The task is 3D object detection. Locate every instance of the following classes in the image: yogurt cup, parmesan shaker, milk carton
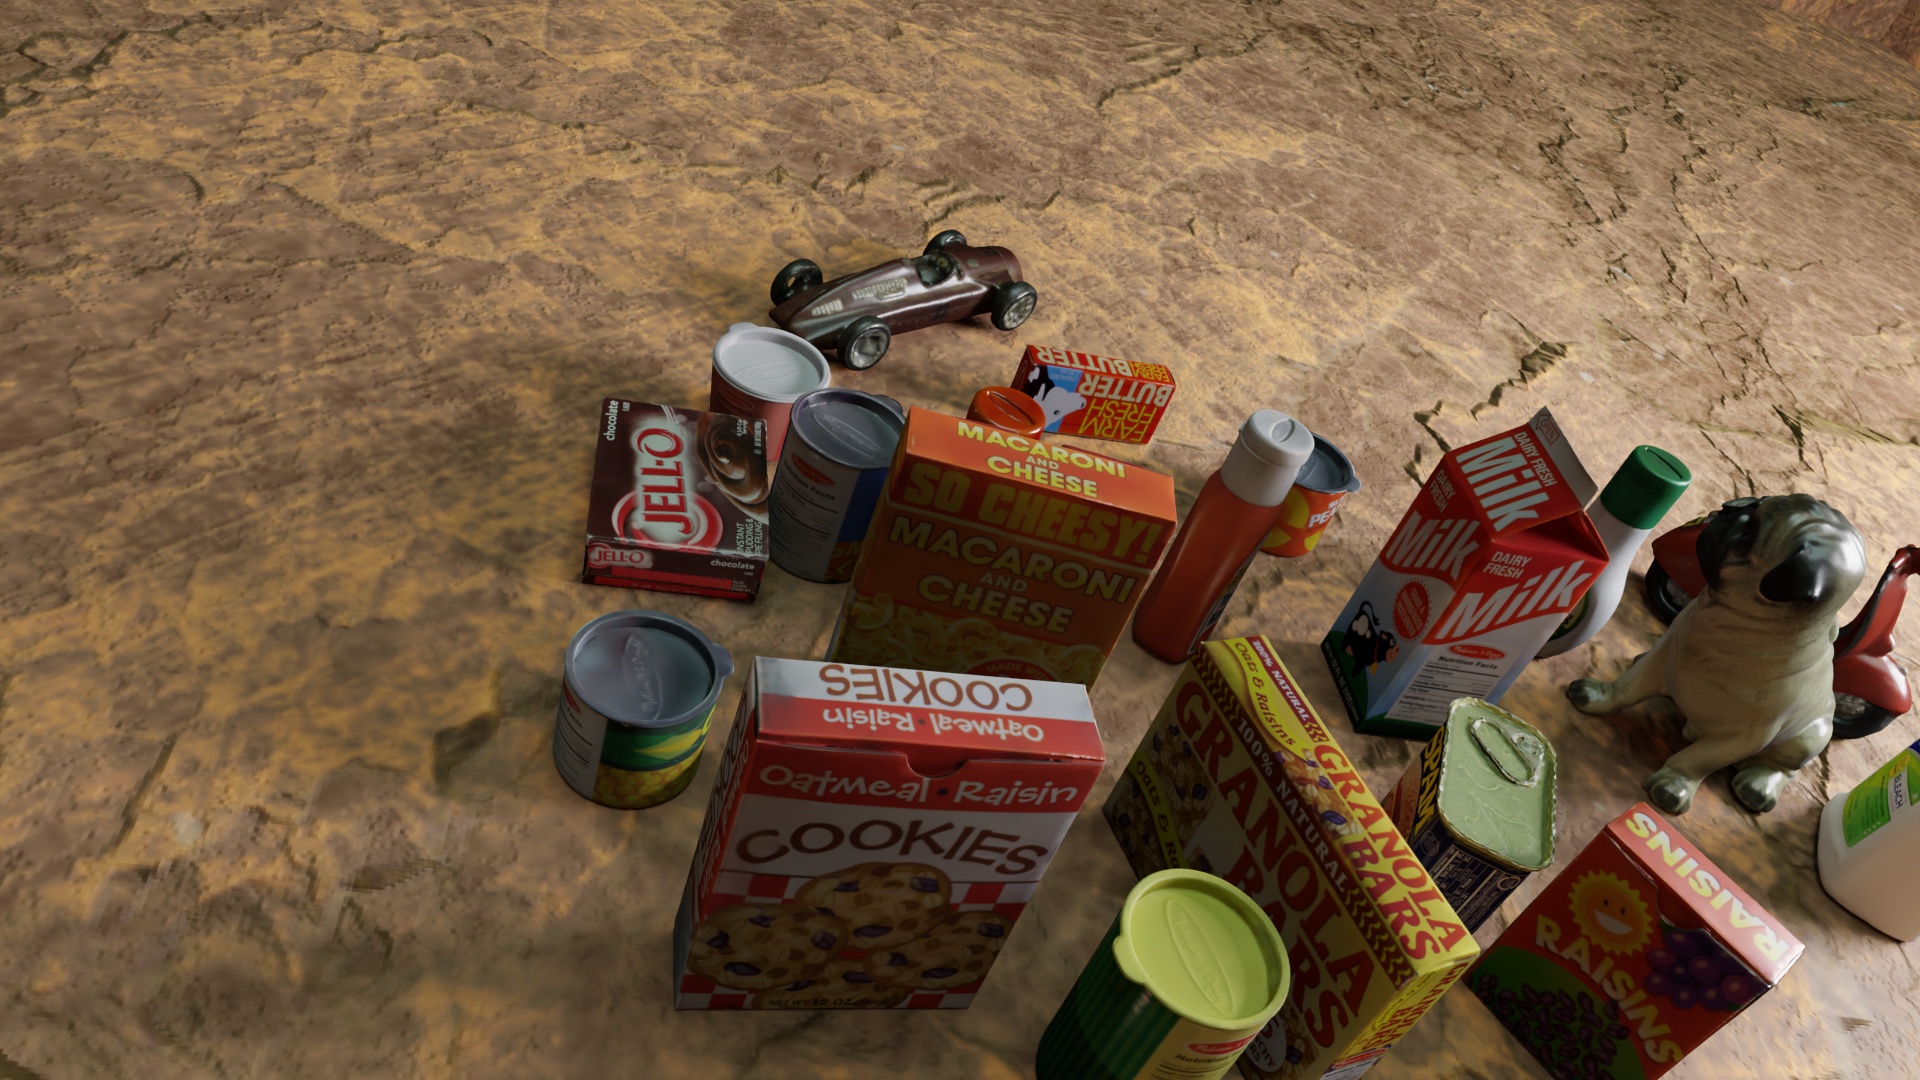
[{"bbox_3d":[-0.114,-0.083,0.803,0.072,0.053,0.073,13,39,-11],"label":"yogurt cup"},{"bbox_3d":[0.073,0.185,0.538,0.071,0.102,0.072,13,39,-11],"label":"parmesan shaker"},{"bbox_3d":[0.278,0.021,0.754,0.073,0.189,0.073,10,40,-15],"label":"milk carton"}]

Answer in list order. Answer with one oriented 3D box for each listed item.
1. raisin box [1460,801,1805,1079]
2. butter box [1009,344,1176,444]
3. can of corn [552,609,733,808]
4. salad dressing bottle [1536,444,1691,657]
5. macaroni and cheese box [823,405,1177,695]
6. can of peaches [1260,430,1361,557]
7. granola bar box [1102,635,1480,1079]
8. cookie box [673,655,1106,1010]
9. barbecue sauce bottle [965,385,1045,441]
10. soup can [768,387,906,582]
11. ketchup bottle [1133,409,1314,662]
[{"bbox_3d":[0.294,0.189,0.619,0.040,0.122,0.086,-15,51,-37],"label":"raisin box"},{"bbox_3d":[0.084,-0.094,0.909,0.103,0.052,0.024,6,41,-19],"label":"butter box"},{"bbox_3d":[-0.139,0.074,0.606,0.071,0.058,0.071,13,39,-11],"label":"can of corn"},{"bbox_3d":[0.389,0.007,0.855,0.044,0.146,0.064,-7,47,-31],"label":"salad dressing bottle"},{"bbox_3d":[0.012,0.025,0.645,0.124,0.165,0.040,14,39,-9],"label":"macaroni and cheese box"},{"bbox_3d":[0.211,-0.030,0.889,0.071,0.057,0.071,13,39,-11],"label":"can of peaches"},{"bbox_3d":[0.133,0.143,0.598,0.039,0.123,0.166,-3,45,-28],"label":"granola bar box"},{"bbox_3d":[-0.033,0.117,0.518,0.123,0.166,0.040,6,41,-18],"label":"cookie box"},{"bbox_3d":[0.002,-0.009,0.695,0.065,0.147,0.044,38,41,19],"label":"barbecue sauce bottle"},{"bbox_3d":[-0.065,-0.030,0.740,0.071,0.083,0.072,13,39,-11],"label":"soup can"},{"bbox_3d":[0.142,-0.003,0.753,0.043,0.148,0.065,31,39,12],"label":"ketchup bottle"}]
